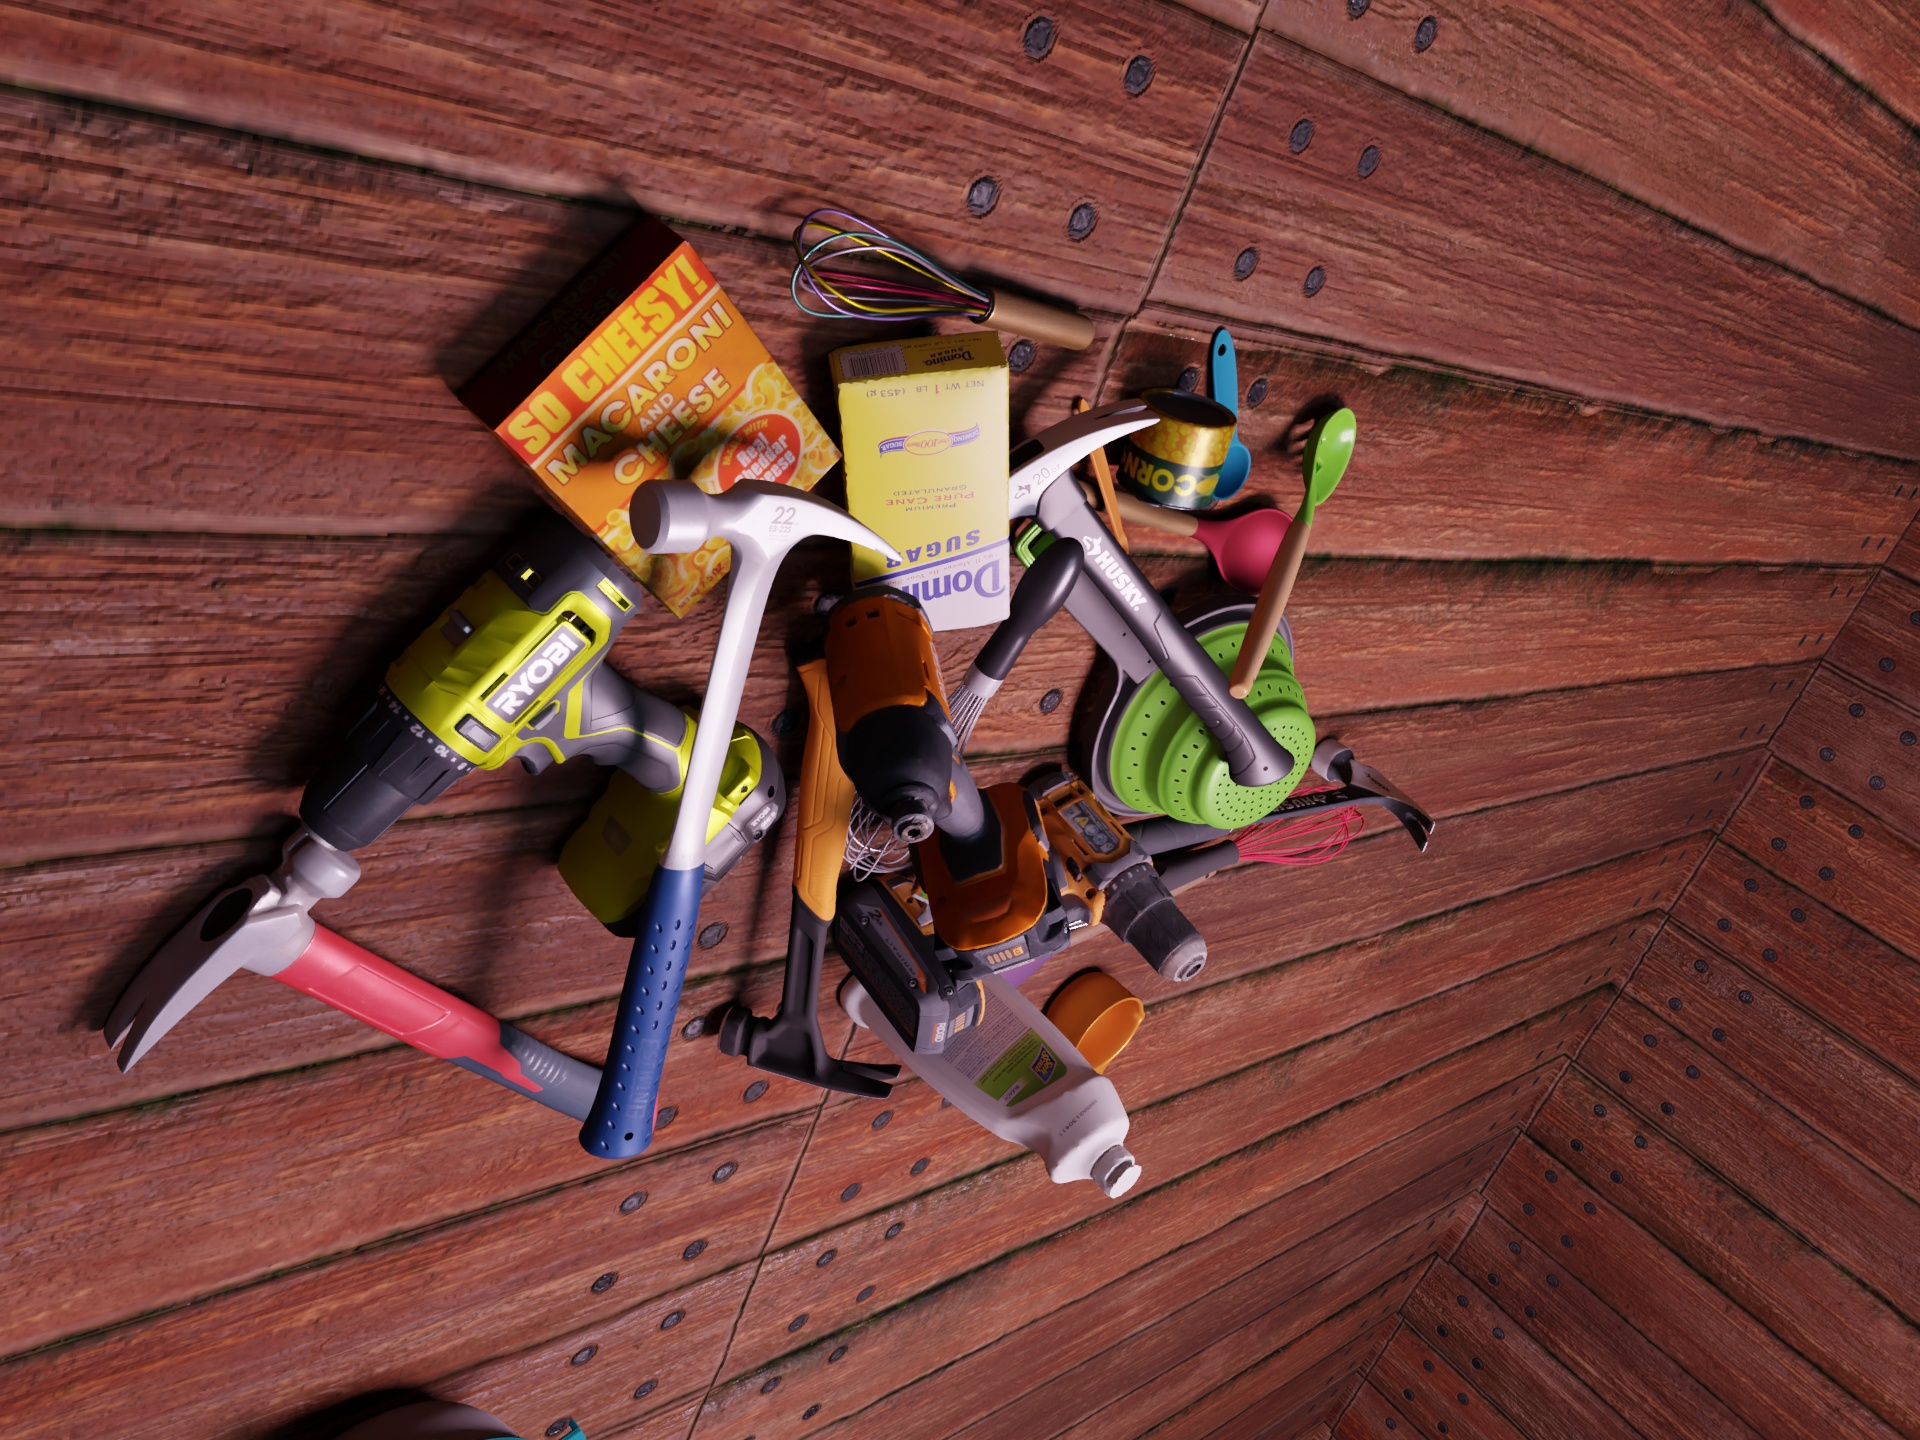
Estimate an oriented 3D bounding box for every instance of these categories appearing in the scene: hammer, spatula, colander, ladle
[{"bbox_3d":[-0.139,0.065,0.838,0.144,0.035,0.405,-5,123,-40],"label":"hammer"},{"bbox_3d":[0.109,0.182,1.377,0.316,0.018,0.059,-21,130,-34],"label":"spatula"},{"bbox_3d":[-0.297,0.193,0.918,0.143,0.038,0.385,-45,145,-6],"label":"hammer"},{"bbox_3d":[0.134,-0.064,1.043,0.146,0.035,0.334,-39,125,8],"label":"hammer"},{"bbox_3d":[0.159,-0.020,1.145,0.204,0.095,0.396,-46,139,3],"label":"colander"},{"bbox_3d":[-0.085,0.099,1.019,0.034,0.127,0.336,-58,160,-58],"label":"hammer"},{"bbox_3d":[0.234,0.087,1.350,0.408,0.149,0.036,-8,123,-36],"label":"hammer"},{"bbox_3d":[0.147,-0.139,1.114,0.315,0.031,0.069,7,112,-49],"label":"ladle"}]

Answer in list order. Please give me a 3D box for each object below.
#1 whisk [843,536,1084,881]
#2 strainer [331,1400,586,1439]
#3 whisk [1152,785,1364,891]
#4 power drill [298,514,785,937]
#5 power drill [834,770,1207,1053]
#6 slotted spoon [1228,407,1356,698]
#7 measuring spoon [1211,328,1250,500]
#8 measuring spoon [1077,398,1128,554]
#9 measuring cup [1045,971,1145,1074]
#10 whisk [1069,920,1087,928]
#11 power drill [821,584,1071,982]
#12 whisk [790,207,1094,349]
[{"bbox_3d":[-0.002,-0.004,1.008,0.070,0.070,0.284,-2,134,-47],"label":"whisk"},{"bbox_3d":[-0.423,0.589,1.099,0.210,0.095,0.340,16,112,-50],"label":"strainer"},{"bbox_3d":[0.261,0.115,1.451,0.295,0.073,0.073,-14,132,-33],"label":"whisk"},{"bbox_3d":[-0.209,0.024,0.828,0.190,0.080,0.228,-46,143,-5],"label":"power drill"},{"bbox_3d":[0.048,0.149,1.136,0.226,0.185,0.084,-27,148,-26],"label":"power drill"},{"bbox_3d":[0.230,-0.121,1.108,0.314,0.031,0.070,-61,152,-42],"label":"slotted spoon"},{"bbox_3d":[0.177,-0.212,1.095,0.042,0.021,0.128,-31,132,-25],"label":"measuring spoon"},{"bbox_3d":[0.089,-0.153,1.025,0.021,0.011,0.116,-62,140,-49],"label":"measuring spoon"},{"bbox_3d":[0.110,0.303,1.463,0.095,0.052,0.173,-21,138,-35],"label":"measuring cup"},{"bbox_3d":[0.048,0.174,1.279,0.246,0.059,0.057,-31,103,-19],"label":"whisk"},{"bbox_3d":[-0.009,0.053,0.905,0.084,0.164,0.226,-20,134,8],"label":"power drill"},{"bbox_3d":[-0.002,-0.224,0.856,0.245,0.047,0.051,-2,122,-51],"label":"whisk"}]
